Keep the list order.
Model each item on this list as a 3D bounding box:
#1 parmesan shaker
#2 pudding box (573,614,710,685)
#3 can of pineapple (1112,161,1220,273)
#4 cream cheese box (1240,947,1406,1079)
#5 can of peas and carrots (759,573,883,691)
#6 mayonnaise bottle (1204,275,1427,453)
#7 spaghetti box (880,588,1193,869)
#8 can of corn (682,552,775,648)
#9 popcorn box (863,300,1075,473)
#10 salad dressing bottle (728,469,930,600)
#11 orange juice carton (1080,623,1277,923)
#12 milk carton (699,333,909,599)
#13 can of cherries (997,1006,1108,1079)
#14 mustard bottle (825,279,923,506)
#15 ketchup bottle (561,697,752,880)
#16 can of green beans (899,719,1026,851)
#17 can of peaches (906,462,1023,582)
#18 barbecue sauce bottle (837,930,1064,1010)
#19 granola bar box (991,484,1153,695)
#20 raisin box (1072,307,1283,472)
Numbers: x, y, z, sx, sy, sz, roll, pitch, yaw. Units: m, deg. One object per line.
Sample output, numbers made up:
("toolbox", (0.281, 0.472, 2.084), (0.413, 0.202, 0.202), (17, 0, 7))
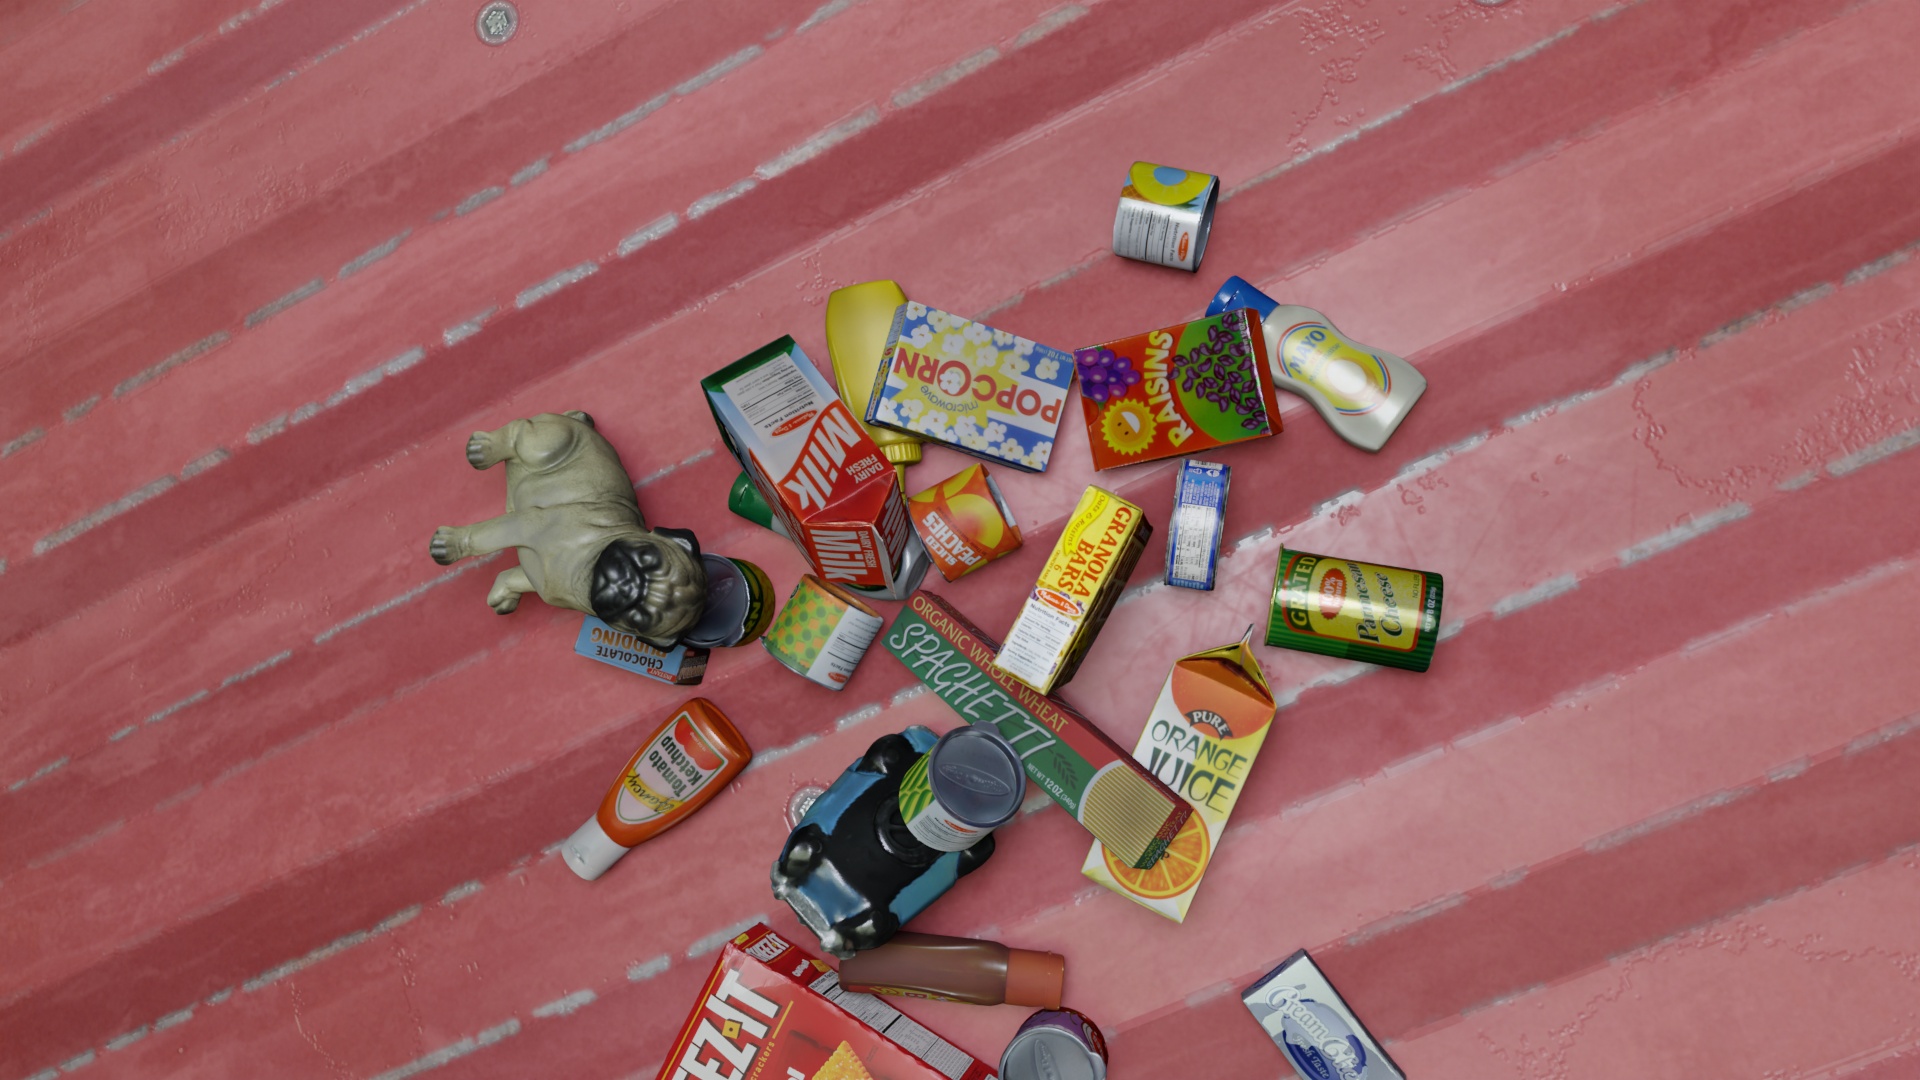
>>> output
("parmesan shaker", (0.254, 0.042, 0.900), (0.103, 0.071, 0.071), (9, 88, 12))
("pudding box", (-0.230, 0.080, 1.005), (0.084, 0.049, 0.030), (16, 88, 13))
("can of pineapple", (0.140, -0.221, 0.946), (0.058, 0.071, 0.071), (15, 89, 13))
("cream cheese box", (0.236, 0.323, 0.901), (0.053, 0.024, 0.104), (-39, 79, 5))
("can of peas and carrots", (-0.098, 0.062, 0.971), (0.071, 0.071, 0.058), (32, 92, 12))
("mayonnaise bottle", (0.234, -0.122, 0.929), (0.148, 0.041, 0.064), (37, 97, 13))
("spaghetti box", (0.042, 0.117, 0.912), (0.251, 0.028, 0.050), (38, 98, 34))
("can of corn", (-0.170, 0.046, 0.991), (0.071, 0.058, 0.071), (-1, 85, 12))
("popcorn box", (0.008, -0.103, 0.950), (0.127, 0.038, 0.085), (16, 87, -14))
("salad dressing bottle", (-0.094, -0.007, 0.987), (0.148, 0.044, 0.064), (25, 103, 15))
("orange juice carton", (0.152, 0.142, 0.909), (0.073, 0.072, 0.192), (24, 91, 12))
("milk carton", (-0.095, -0.044, 0.937), (0.073, 0.072, 0.191), (-30, 57, -13))
("can of cherries", (0.065, 0.348, 0.918), (0.071, 0.058, 0.071), (-1, 84, 12))
("mustard bottle", (-0.055, -0.101, 0.984), (0.065, 0.049, 0.160), (-9, 85, 6))
("ketchup bottle", (-0.222, 0.183, 0.999), (0.148, 0.043, 0.065), (-43, 79, 6))
("can of green beans", (0.001, 0.159, 0.886), (0.071, 0.057, 0.071), (11, 59, -18))
("can of peaches", (0.003, -0.012, 0.954), (0.058, 0.071, 0.071), (-27, 81, 8))
("barbecue sauce bottle", (-0.005, 0.289, 0.937), (0.148, 0.064, 0.044), (5, 75, 3))
("granola bar box", (0.077, 0.033, 0.886), (0.039, 0.165, 0.124), (28, 92, 10))
("raisin box", (0.144, -0.099, 0.927), (0.123, 0.040, 0.086), (-11, 93, 26))
